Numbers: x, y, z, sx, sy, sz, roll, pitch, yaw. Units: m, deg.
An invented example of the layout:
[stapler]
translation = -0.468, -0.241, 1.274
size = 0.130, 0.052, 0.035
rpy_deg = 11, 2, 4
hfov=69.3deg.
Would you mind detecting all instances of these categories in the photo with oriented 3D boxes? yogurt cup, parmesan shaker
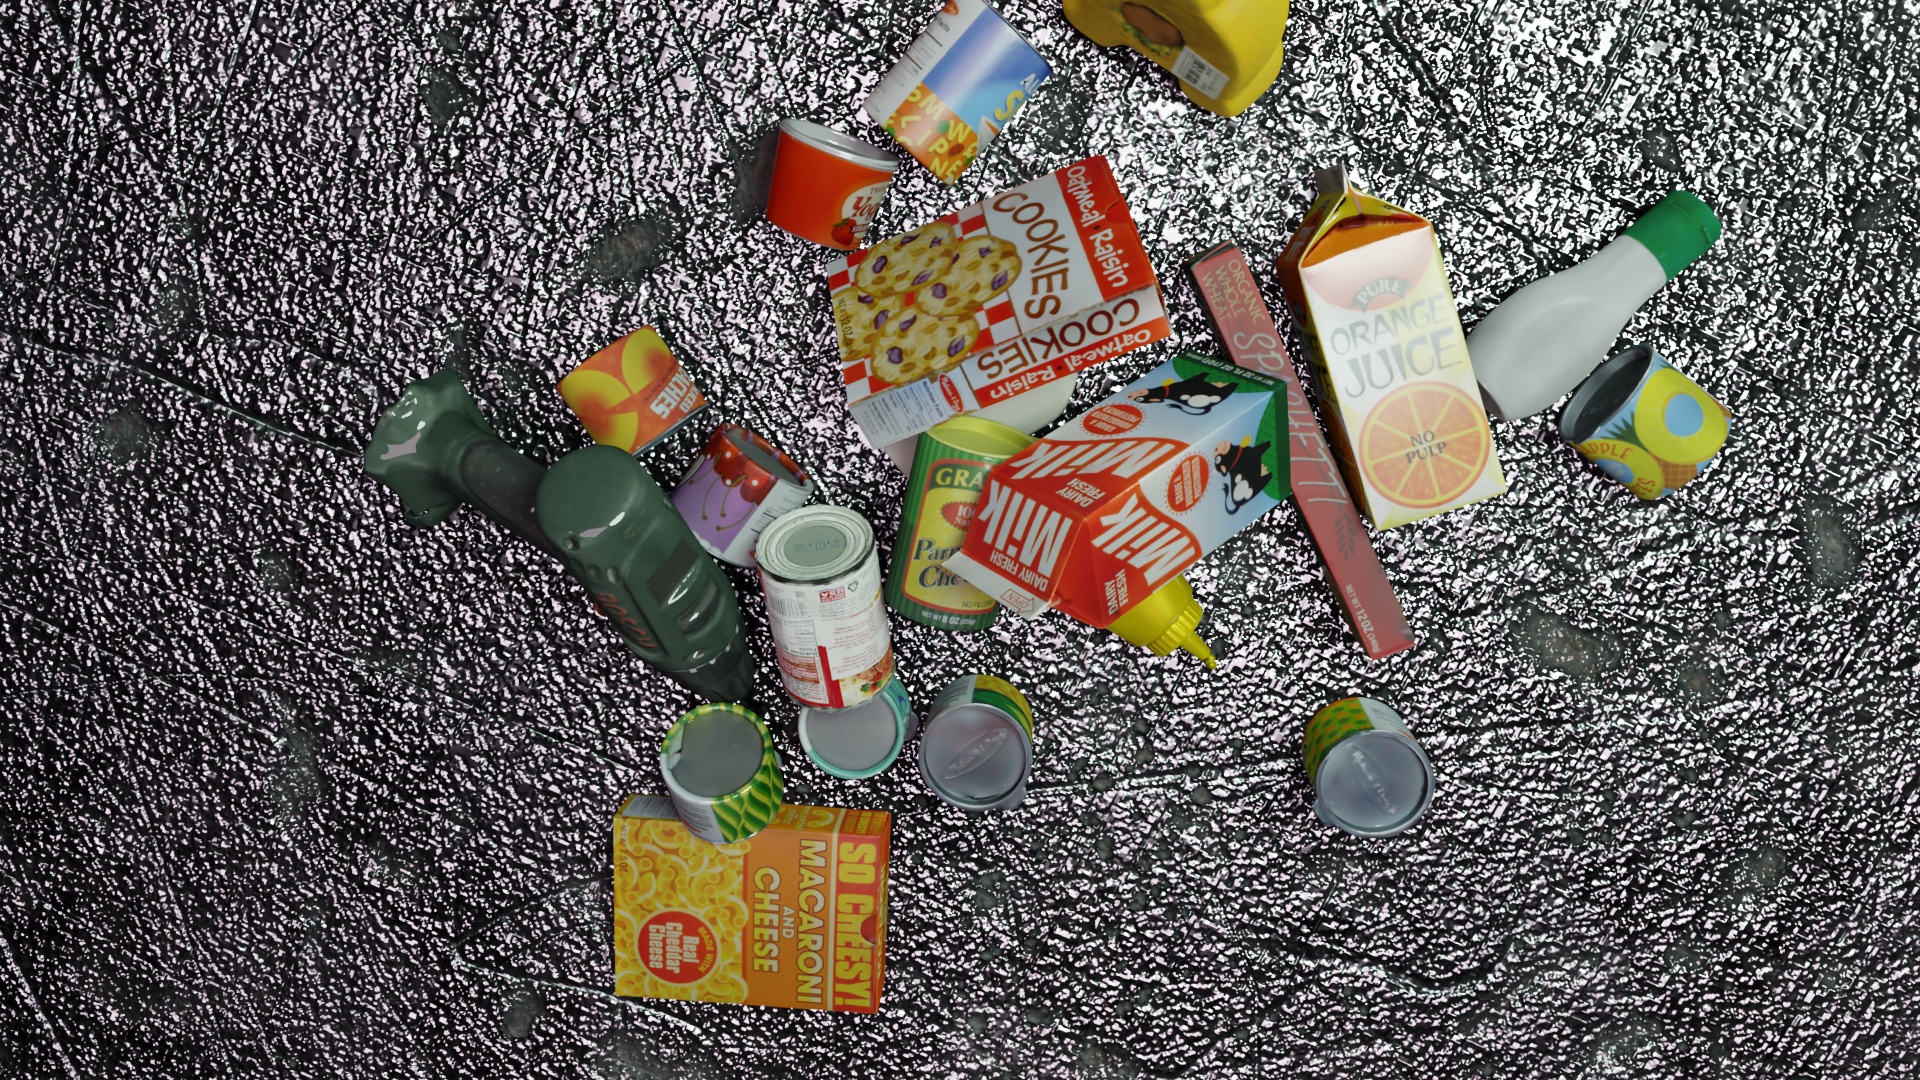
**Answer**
[yogurt cup]
translation = -0.074, -0.194, 0.763
size = 0.072, 0.073, 0.053
rpy_deg = 21, 111, -1
[parmesan shaker]
translation = 0.003, -0.009, 0.757
size = 0.071, 0.071, 0.102
rpy_deg = 13, 110, 1

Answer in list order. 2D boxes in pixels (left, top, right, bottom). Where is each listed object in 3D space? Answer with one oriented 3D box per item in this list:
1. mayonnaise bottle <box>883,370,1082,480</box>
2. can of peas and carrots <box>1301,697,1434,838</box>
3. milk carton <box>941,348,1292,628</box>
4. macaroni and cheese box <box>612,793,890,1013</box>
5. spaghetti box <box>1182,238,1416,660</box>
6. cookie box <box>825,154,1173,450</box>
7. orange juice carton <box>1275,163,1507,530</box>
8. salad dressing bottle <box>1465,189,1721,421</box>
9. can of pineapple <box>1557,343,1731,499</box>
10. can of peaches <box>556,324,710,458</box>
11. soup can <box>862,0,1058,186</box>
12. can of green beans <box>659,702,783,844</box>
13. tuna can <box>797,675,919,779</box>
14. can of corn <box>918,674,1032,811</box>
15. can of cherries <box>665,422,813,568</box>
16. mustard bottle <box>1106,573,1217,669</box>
[mayonnaise bottle]
translation = 0.028, -0.083, 0.791
size = 0.148, 0.041, 0.064
rpy_deg = -41, 101, 10
[can of peas and carrots]
translation = 0.235, 0.133, 0.814
size = 0.071, 0.059, 0.070
rpy_deg = 1, 103, 4
[milk carton]
translation = 0.083, -0.021, 0.722
size = 0.191, 0.072, 0.073
rpy_deg = -32, 129, -26
[macaroni and cheese box]
translation = -0.130, 0.228, 0.868
size = 0.166, 0.040, 0.123
rpy_deg = 3, 103, 3
[spaghetti box]
translation = 0.190, -0.051, 0.781
size = 0.028, 0.050, 0.249
rpy_deg = -26, 99, 8
[cookie box]
translation = 0.016, -0.130, 0.740
size = 0.167, 0.123, 0.040
rpy_deg = -20, 136, 8
[orange juice carton]
translation = 0.227, -0.110, 0.755
size = 0.073, 0.072, 0.192
rpy_deg = -19, 101, 7
[salad dressing bottle]
translation = 0.341, -0.128, 0.756
size = 0.147, 0.044, 0.064
rpy_deg = -40, 120, 7
[can of pineapple]
translation = 0.371, -0.063, 0.757
size = 0.058, 0.071, 0.071
rpy_deg = 37, 102, -5
[can of peaches]
translation = -0.185, -0.083, 0.791
size = 0.071, 0.071, 0.058
rpy_deg = -34, 97, 10
[soup can]
translation = 0.000, -0.241, 0.746
size = 0.071, 0.071, 0.083
rpy_deg = 42, 102, -5
[can of green beans]
translation = -0.141, 0.138, 0.826
size = 0.071, 0.071, 0.057
rpy_deg = 4, 145, 3
[tuna can]
translation = -0.062, 0.110, 0.842
size = 0.071, 0.033, 0.071
rpy_deg = 1, 102, 4
[can of corn]
translation = 0.012, 0.121, 0.826
size = 0.071, 0.058, 0.071
rpy_deg = 1, 102, 4
[can of cherries]
translation = -0.129, -0.028, 0.800
size = 0.071, 0.071, 0.058
rpy_deg = 36, 102, -4
[mustard bottle]
translation = 0.093, 0.020, 0.804
size = 0.160, 0.049, 0.065
rpy_deg = 41, 104, -5
